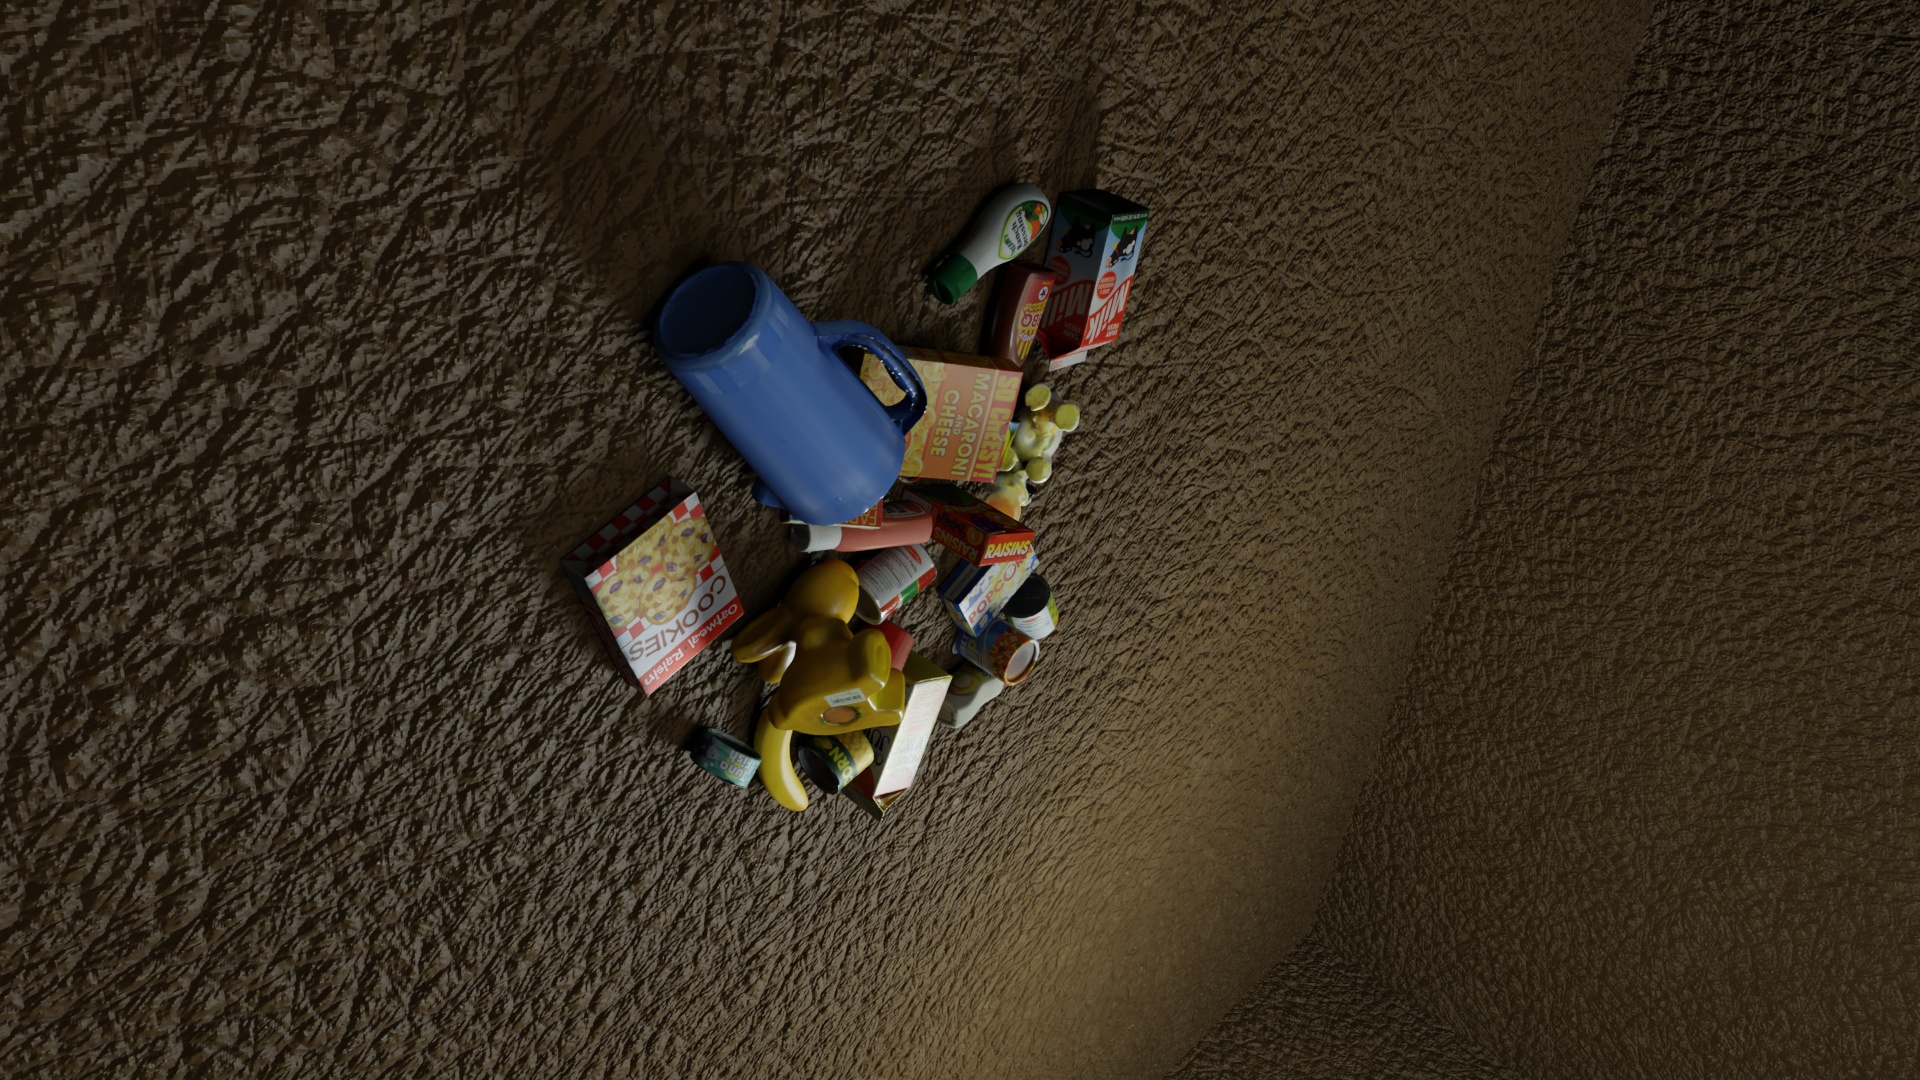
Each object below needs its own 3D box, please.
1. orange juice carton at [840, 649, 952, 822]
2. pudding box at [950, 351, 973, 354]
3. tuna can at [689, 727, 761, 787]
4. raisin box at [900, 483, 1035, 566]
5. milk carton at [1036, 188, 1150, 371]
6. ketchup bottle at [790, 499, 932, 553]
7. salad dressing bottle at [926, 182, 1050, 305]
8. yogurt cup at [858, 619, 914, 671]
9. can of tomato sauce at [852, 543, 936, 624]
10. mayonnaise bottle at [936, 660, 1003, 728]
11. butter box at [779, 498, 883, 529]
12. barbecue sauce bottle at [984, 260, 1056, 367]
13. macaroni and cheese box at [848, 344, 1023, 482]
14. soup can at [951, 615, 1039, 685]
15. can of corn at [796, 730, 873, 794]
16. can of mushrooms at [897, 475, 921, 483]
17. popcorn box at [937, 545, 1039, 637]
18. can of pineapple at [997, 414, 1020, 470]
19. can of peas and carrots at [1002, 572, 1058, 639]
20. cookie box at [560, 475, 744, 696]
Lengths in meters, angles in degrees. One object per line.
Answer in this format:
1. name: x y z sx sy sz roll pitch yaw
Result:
1. orange juice carton: -0.086 0.228 1.610 0.073 0.072 0.192 -2 117 -54
2. pudding box: 0.000 -0.147 1.435 0.049 0.030 0.084 48 50 -57
3. tuna can: -0.235 0.218 1.396 0.033 0.071 0.071 -60 148 -1
4. raisin box: 0.005 -0.019 1.487 0.086 0.123 0.040 -5 120 -52
5. milk carton: 0.136 -0.276 1.507 0.072 0.073 0.189 -21 132 -45
6. ketchup bottle: -0.102 -0.013 1.404 0.149 0.065 0.043 -8 111 -42
7. salad dressing bottle: 0.027 -0.292 1.370 0.148 0.044 0.064 -47 146 -19
8. yogurt cup: -0.087 0.118 1.529 0.054 0.072 0.072 -60 149 -15
9. can of tomato sauce: -0.078 0.041 1.475 0.083 0.071 0.070 -39 143 -28
10. mayonnaise bottle: 0.020 0.176 1.729 0.149 0.065 0.041 -34 137 -41
11. butter box: -0.124 -0.040 1.339 0.104 0.024 0.053 4 88 -35
12. barbecue sauce bottle: 0.054 -0.219 1.468 0.065 0.044 0.148 -14 127 -57
13. macaroni and cheese box: -0.033 -0.123 1.356 0.167 0.040 0.123 4 116 -23
14. soup can: 0.043 0.132 1.701 0.072 0.084 0.071 -34 141 -34
15. can of corn: -0.138 0.240 1.549 0.058 0.071 0.070 -38 142 -32
16. can of mushrooms: -0.053 -0.093 1.430 0.071 0.033 0.070 -35 140 -35
17. popcorn box: 0.034 0.043 1.659 0.127 0.038 0.085 -50 146 -16
18. can of pineapple: 0.025 -0.114 1.490 0.071 0.071 0.057 0 117 -54
19. can of peas and carrots: 0.086 0.081 1.739 0.071 0.071 0.058 -48 147 -18
20. cookie box: -0.269 0.043 1.234 0.123 0.040 0.166 -42 143 -26
